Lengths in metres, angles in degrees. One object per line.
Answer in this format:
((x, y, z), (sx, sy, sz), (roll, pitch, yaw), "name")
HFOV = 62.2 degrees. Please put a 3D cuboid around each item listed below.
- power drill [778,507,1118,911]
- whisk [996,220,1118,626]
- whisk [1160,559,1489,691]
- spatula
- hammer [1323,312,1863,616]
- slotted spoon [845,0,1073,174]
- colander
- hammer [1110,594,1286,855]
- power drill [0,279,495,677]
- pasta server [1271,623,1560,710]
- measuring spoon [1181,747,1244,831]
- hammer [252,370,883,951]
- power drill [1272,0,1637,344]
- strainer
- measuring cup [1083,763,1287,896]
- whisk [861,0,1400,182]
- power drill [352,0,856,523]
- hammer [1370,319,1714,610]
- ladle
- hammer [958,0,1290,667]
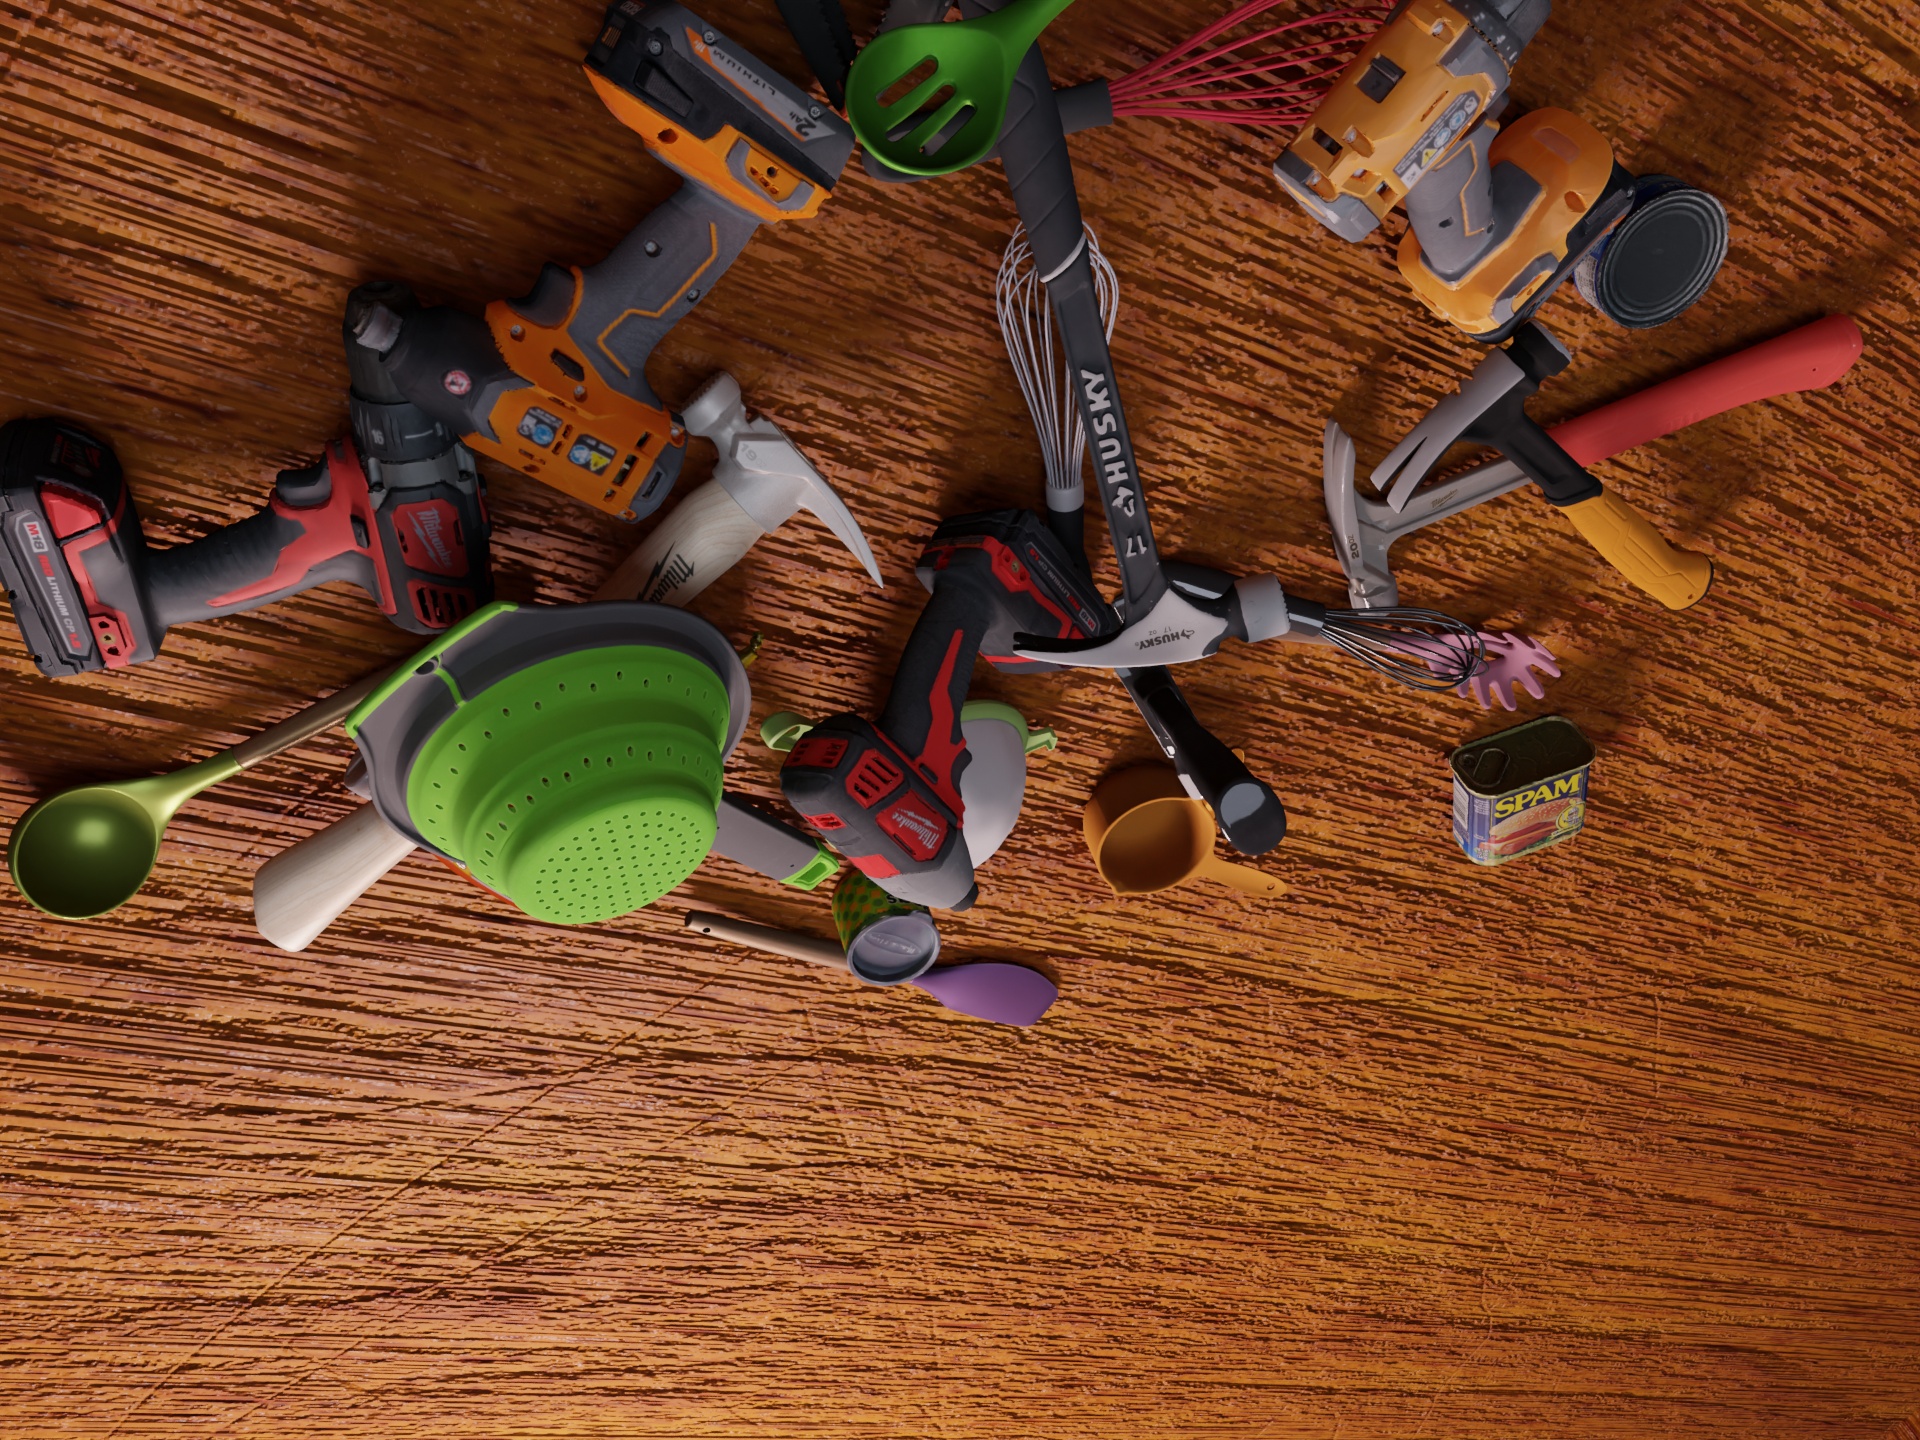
((-0.001, -0.003, 0.915), (0.143, 0.078, 0.220), (47, 59, -32), "power drill")
((0.058, -0.160, 0.922), (0.070, 0.070, 0.284), (-14, 135, -8), "whisk")
((0.231, -0.065, 1.028), (0.239, 0.055, 0.055), (15, 121, -8), "whisk")
((-0.057, 0.178, 1.159), (0.315, 0.018, 0.059), (19, 120, -31), "spatula")
((0.408, -0.191, 1.026), (0.359, 0.037, 0.149), (-22, 130, -1), "hammer")
((0.070, -0.354, 0.735), (0.314, 0.031, 0.070), (-41, 95, -10), "slotted spoon")
((-0.160, 0.066, 0.900), (0.204, 0.095, 0.396), (-36, 150, 9), "colander")
((0.131, 0.010, 0.906), (0.035, 0.335, 0.146), (-31, 99, 5), "hammer")
((-0.356, -0.119, 0.796), (0.226, 0.080, 0.187), (-10, 128, -15), "power drill")
((0.269, -0.053, 1.083), (0.316, 0.040, 0.060), (6, 135, -21), "pasta server")
((0.176, 0.066, 1.160), (0.021, 0.011, 0.117), (19, 115, -15), "measuring spoon")
((-0.233, -0.006, 0.897), (0.410, 0.038, 0.146), (-41, 111, 7), "hammer")
((0.275, -0.305, 0.816), (0.185, 0.084, 0.226), (-49, 148, 19), "power drill")
((-0.034, 0.048, 0.974), (0.151, 0.069, 0.256), (-40, 153, 14), "strainer")
((0.164, 0.086, 1.142), (0.173, 0.052, 0.095), (21, 117, -31), "measuring cup")
((0.093, -0.319, 0.810), (0.296, 0.073, 0.073), (-14, 129, 0), "whisk")
((-0.170, -0.221, 0.753), (0.164, 0.084, 0.226), (24, 106, -36), "power drill")
((0.395, -0.132, 1.015), (0.336, 0.034, 0.127), (21, 122, -43), "hammer")
((-0.385, 0.016, 0.901), (0.320, 0.062, 0.078), (-27, 129, -1), "ladle")
((0.052, -0.213, 0.807), (0.149, 0.036, 0.408), (-15, 110, 8), "hammer")
